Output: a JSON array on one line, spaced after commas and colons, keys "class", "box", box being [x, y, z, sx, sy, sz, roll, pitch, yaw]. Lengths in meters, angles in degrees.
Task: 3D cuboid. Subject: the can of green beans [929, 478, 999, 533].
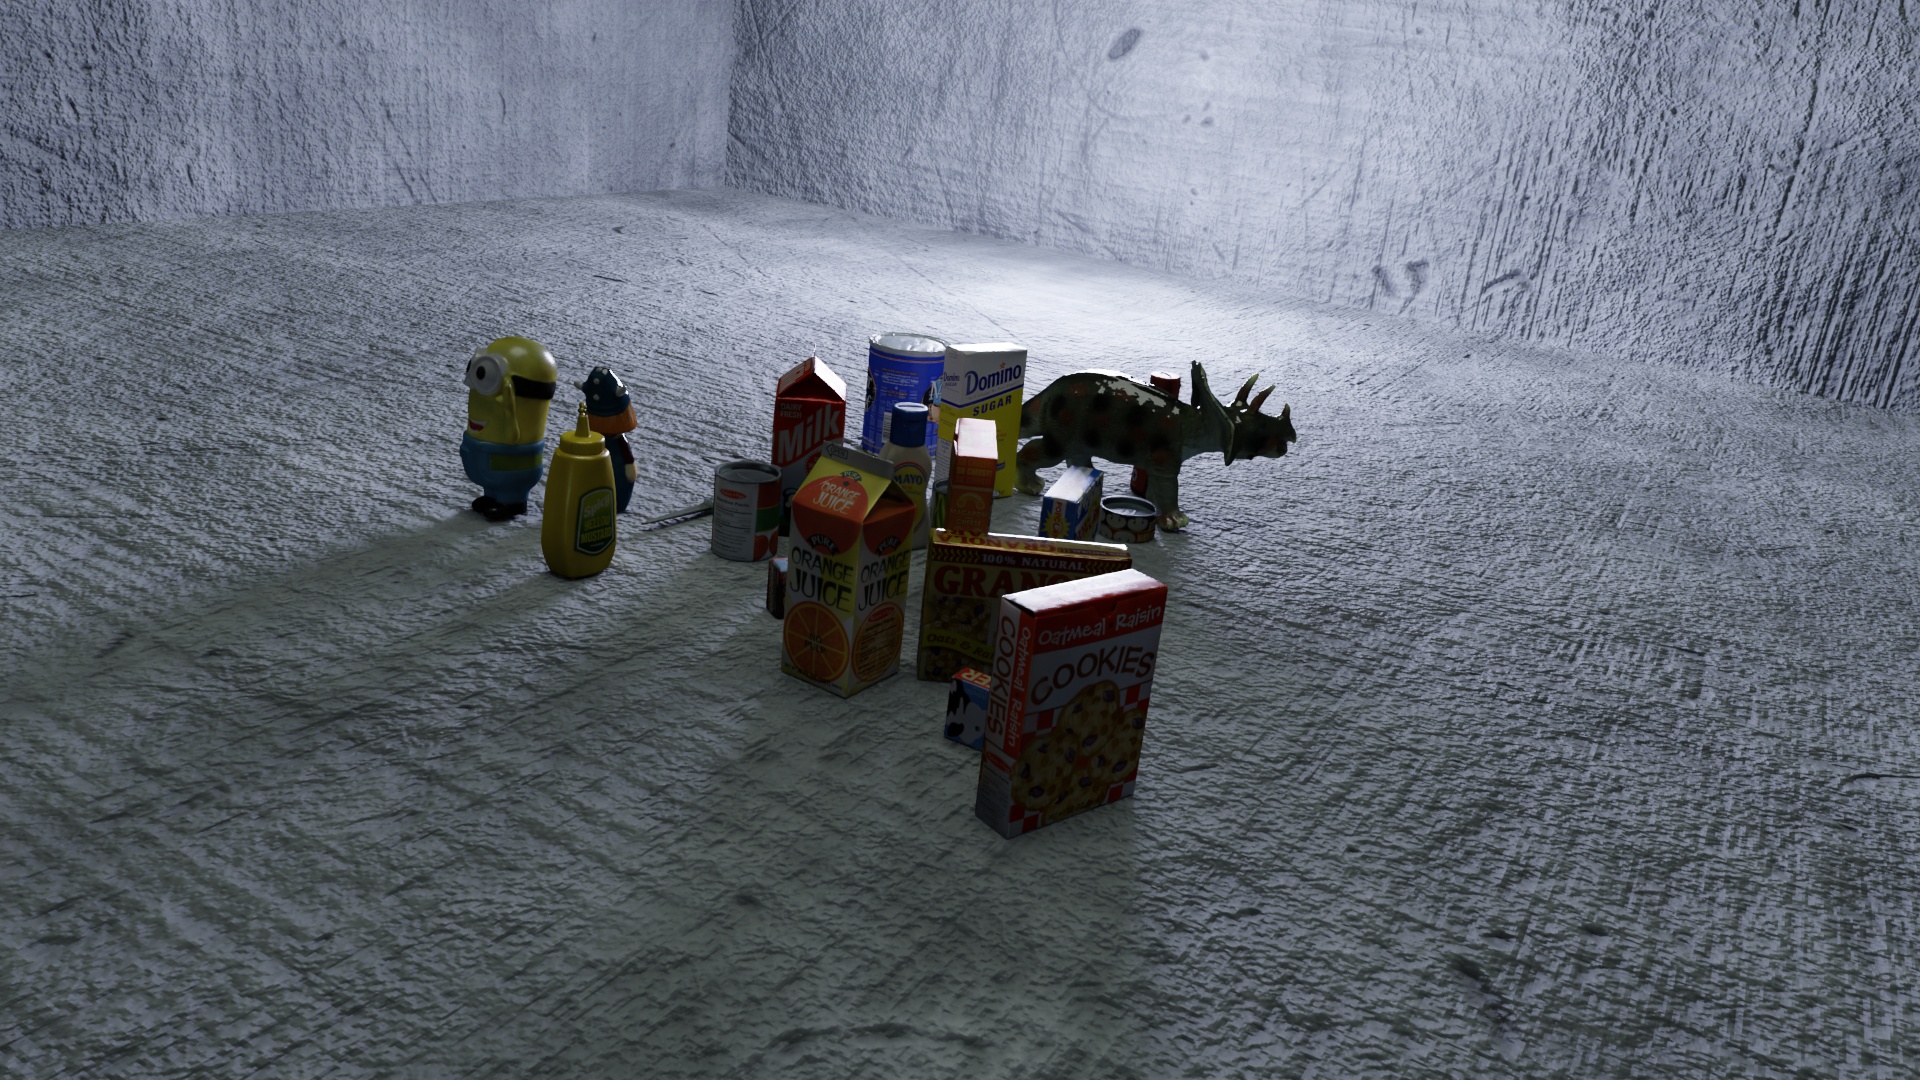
[{"class": "can of green beans", "box": [0.000, -0.028, 1.464, 0.071, 0.057, 0.071, 6, 20, -2]}]

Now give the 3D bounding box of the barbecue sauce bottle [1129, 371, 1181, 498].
[{"class": "barbecue sauce bottle", "box": [0.237, -0.127, 1.670, 0.044, 0.148, 0.065, 2, 20, -12]}]

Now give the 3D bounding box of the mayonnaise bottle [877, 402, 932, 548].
[{"class": "mayonnaise bottle", "box": [-0.058, -0.065, 1.415, 0.065, 0.147, 0.041, 0, 21, -16]}]

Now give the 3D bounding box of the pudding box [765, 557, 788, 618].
[{"class": "pudding box", "box": [-0.131, 0.039, 1.254, 0.084, 0.049, 0.030, -6, 23, -30]}]

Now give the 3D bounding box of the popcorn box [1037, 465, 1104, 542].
[{"class": "popcorn box", "box": [0.113, -0.020, 1.436, 0.038, 0.085, 0.127, 12, 21, 15]}]

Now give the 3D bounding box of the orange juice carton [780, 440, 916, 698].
[{"class": "orange juice carton", "box": [-0.089, 0.019, 1.115, 0.072, 0.191, 0.073, 18, 23, 30]}]

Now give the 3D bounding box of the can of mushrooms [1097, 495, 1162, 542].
[{"class": "can of mushrooms", "box": [0.187, -0.023, 1.540, 0.071, 0.033, 0.071, 6, 20, -2]}]

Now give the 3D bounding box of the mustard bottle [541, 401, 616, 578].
[{"class": "mustard bottle", "box": [-0.346, -0.047, 1.263, 0.049, 0.159, 0.065, 18, 23, 30]}]

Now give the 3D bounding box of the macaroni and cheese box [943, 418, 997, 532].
[{"class": "macaroni and cheese box", "box": [0.005, -0.016, 1.276, 0.040, 0.165, 0.124, 6, 20, -2]}]

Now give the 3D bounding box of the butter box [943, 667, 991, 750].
[{"class": "butter box", "box": [0.039, 0.137, 1.038, 0.103, 0.053, 0.024, 17, 23, 27]}]

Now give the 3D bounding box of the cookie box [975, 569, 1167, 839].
[{"class": "cookie box", "box": [0.077, 0.110, 0.957, 0.123, 0.166, 0.040, -10, 25, -37]}]

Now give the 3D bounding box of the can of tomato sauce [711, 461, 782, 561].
[{"class": "can of tomato sauce", "box": [-0.209, -0.029, 1.367, 0.071, 0.082, 0.071, 6, 20, -2]}]

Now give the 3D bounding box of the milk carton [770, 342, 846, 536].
[{"class": "milk carton", "box": [-0.156, -0.103, 1.426, 0.073, 0.189, 0.072, 4, 20, -6]}]

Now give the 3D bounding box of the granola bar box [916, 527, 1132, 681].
[{"class": "granola bar box", "box": [0.051, 0.059, 1.149, 0.166, 0.123, 0.039, 5, 20, -4]}]
